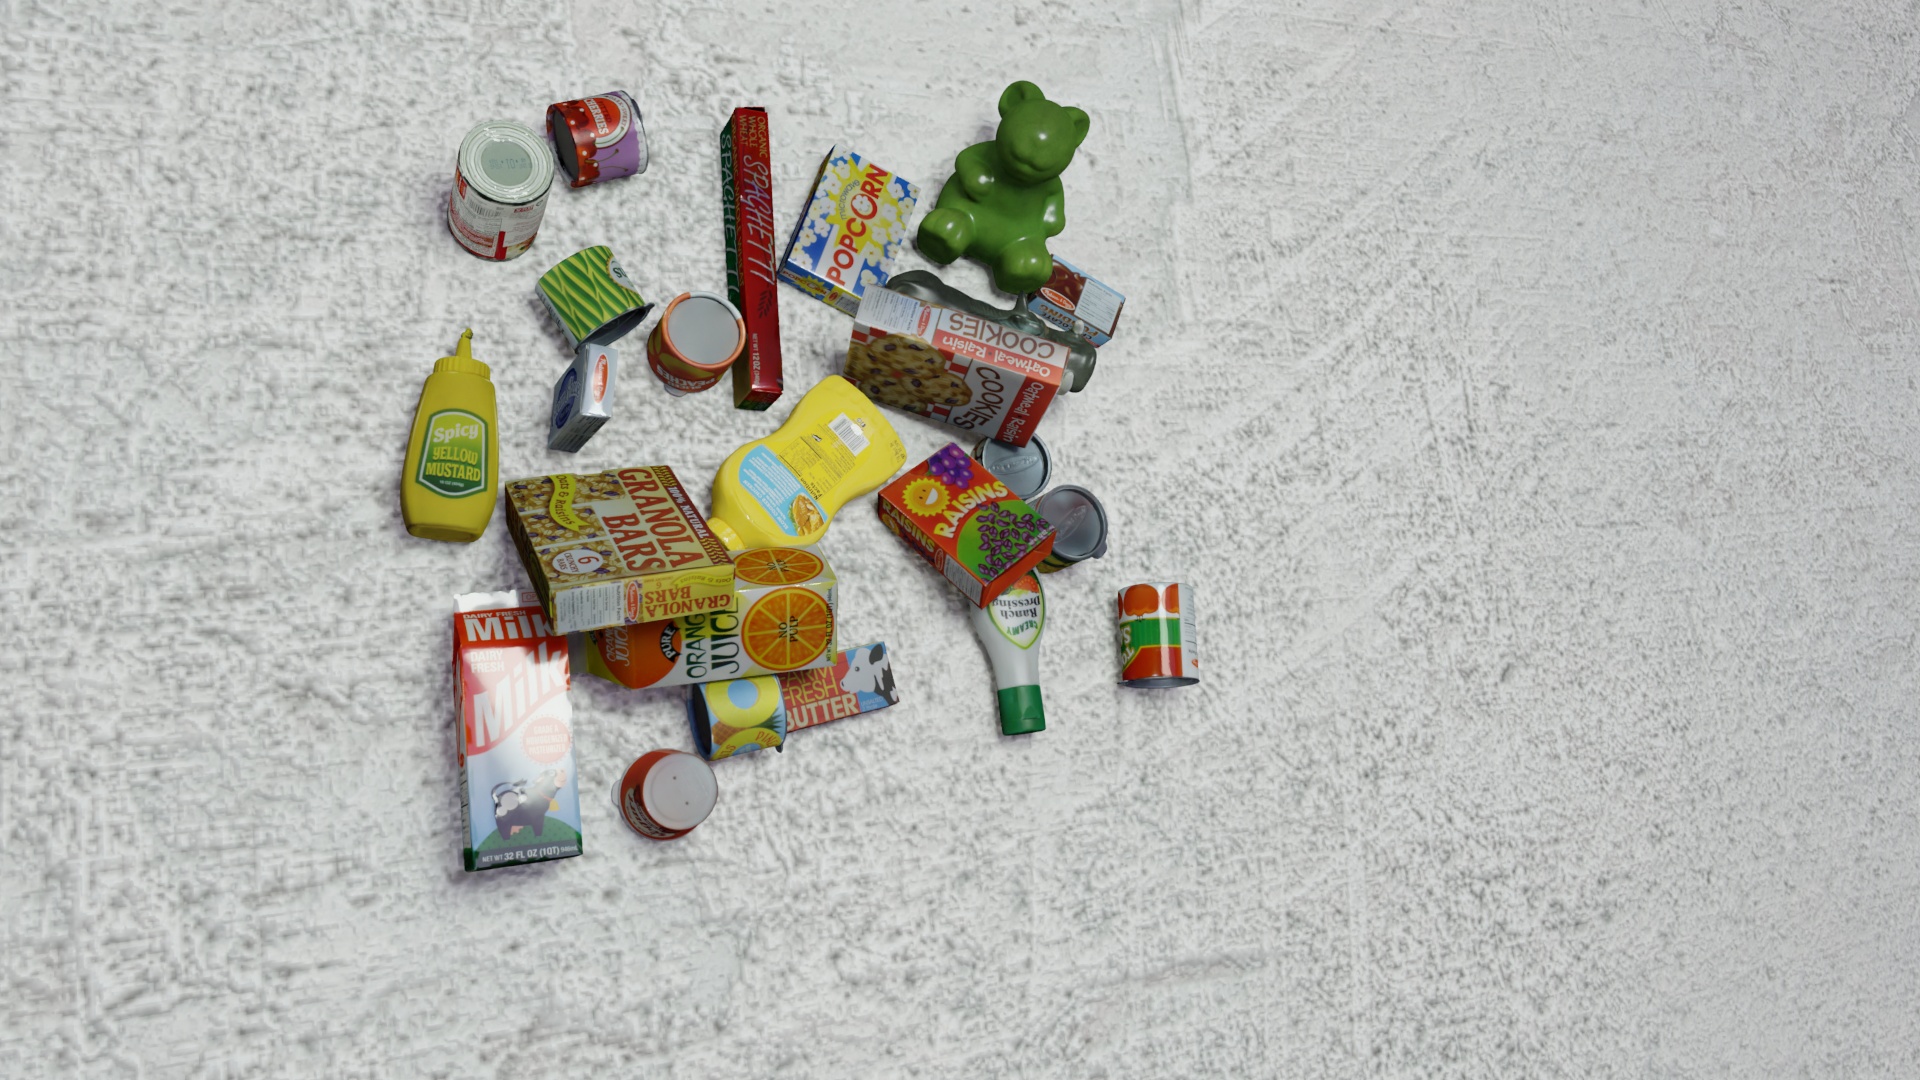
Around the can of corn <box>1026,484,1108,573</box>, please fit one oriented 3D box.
[{"bbox_3d":[0.085,-0.007,1.187,0.071,0.058,0.071,6,74,-23],"label":"can of corn"}]

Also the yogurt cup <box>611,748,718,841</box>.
[{"bbox_3d":[-0.209,0.183,1.005,0.072,0.053,0.072,6,74,-24],"label":"yogurt cup"}]

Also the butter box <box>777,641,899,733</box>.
[{"bbox_3d":[-0.103,0.116,1.088,0.104,0.024,0.053,-12,82,-27],"label":"butter box"}]

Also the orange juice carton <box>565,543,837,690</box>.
[{"bbox_3d":[-0.190,0.056,1.016,0.193,0.073,0.071,-5,114,-18],"label":"orange juice carton"}]

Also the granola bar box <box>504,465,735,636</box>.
[{"bbox_3d":[-0.244,0.001,0.982,0.124,0.166,0.038,-8,121,-26],"label":"granola bar box"}]

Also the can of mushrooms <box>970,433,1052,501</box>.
[{"bbox_3d":[0.042,-0.066,1.196,0.071,0.033,0.071,6,75,-23],"label":"can of mushrooms"}]

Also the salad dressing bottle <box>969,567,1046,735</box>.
[{"bbox_3d":[0.044,0.086,1.152,0.064,0.044,0.148,-2,78,-24],"label":"salad dressing bottle"}]

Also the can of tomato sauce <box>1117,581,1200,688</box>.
[{"bbox_3d":[0.169,0.083,1.199,0.071,0.071,0.083,5,74,-24],"label":"can of tomato sauce"}]

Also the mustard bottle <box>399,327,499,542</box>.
[{"bbox_3d":[-0.365,-0.081,1.004,0.065,0.048,0.160,6,74,-25],"label":"mustard bottle"}]

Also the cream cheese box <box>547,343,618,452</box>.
[{"bbox_3d":[-0.278,-0.103,1.019,0.024,0.103,0.053,10,74,-27],"label":"cream cheese box"}]

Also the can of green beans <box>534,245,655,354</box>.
[{"bbox_3d":[-0.281,-0.184,1.060,0.071,0.071,0.058,-34,92,-28],"label":"can of green beans"}]

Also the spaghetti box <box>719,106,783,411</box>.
[{"bbox_3d":[-0.171,-0.231,1.132,0.029,0.050,0.250,1,76,-26],"label":"spaghetti box"}]

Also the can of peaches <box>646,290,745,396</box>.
[{"bbox_3d":[-0.208,-0.154,1.090,0.071,0.058,0.071,7,74,-24],"label":"can of peaches"}]

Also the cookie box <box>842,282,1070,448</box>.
[{"bbox_3d":[-0.007,-0.139,1.121,0.167,0.122,0.040,17,68,-5],"label":"cookie box"}]

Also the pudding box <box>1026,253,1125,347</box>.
[{"bbox_3d":[0.105,-0.219,1.266,0.083,0.030,0.050,27,68,-16],"label":"pudding box"}]

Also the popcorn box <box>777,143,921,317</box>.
[{"bbox_3d":[-0.094,-0.262,1.181,0.085,0.038,0.127,25,68,-17],"label":"popcorn box"}]

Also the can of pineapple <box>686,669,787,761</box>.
[{"bbox_3d":[-0.166,0.128,1.032,0.058,0.071,0.071,-10,81,-26],"label":"can of pineapple"}]

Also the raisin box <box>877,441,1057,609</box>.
[{"bbox_3d":[0.004,-0.014,1.134,0.086,0.039,0.123,-37,65,-27],"label":"raisin box"}]

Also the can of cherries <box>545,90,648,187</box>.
[{"bbox_3d":[-0.285,-0.317,1.089,0.058,0.071,0.071,-21,87,-27],"label":"can of cherries"}]

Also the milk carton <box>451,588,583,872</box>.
[{"bbox_3d":[-0.309,0.128,0.962,0.072,0.073,0.191,-3,78,-25],"label":"milk carton"}]
